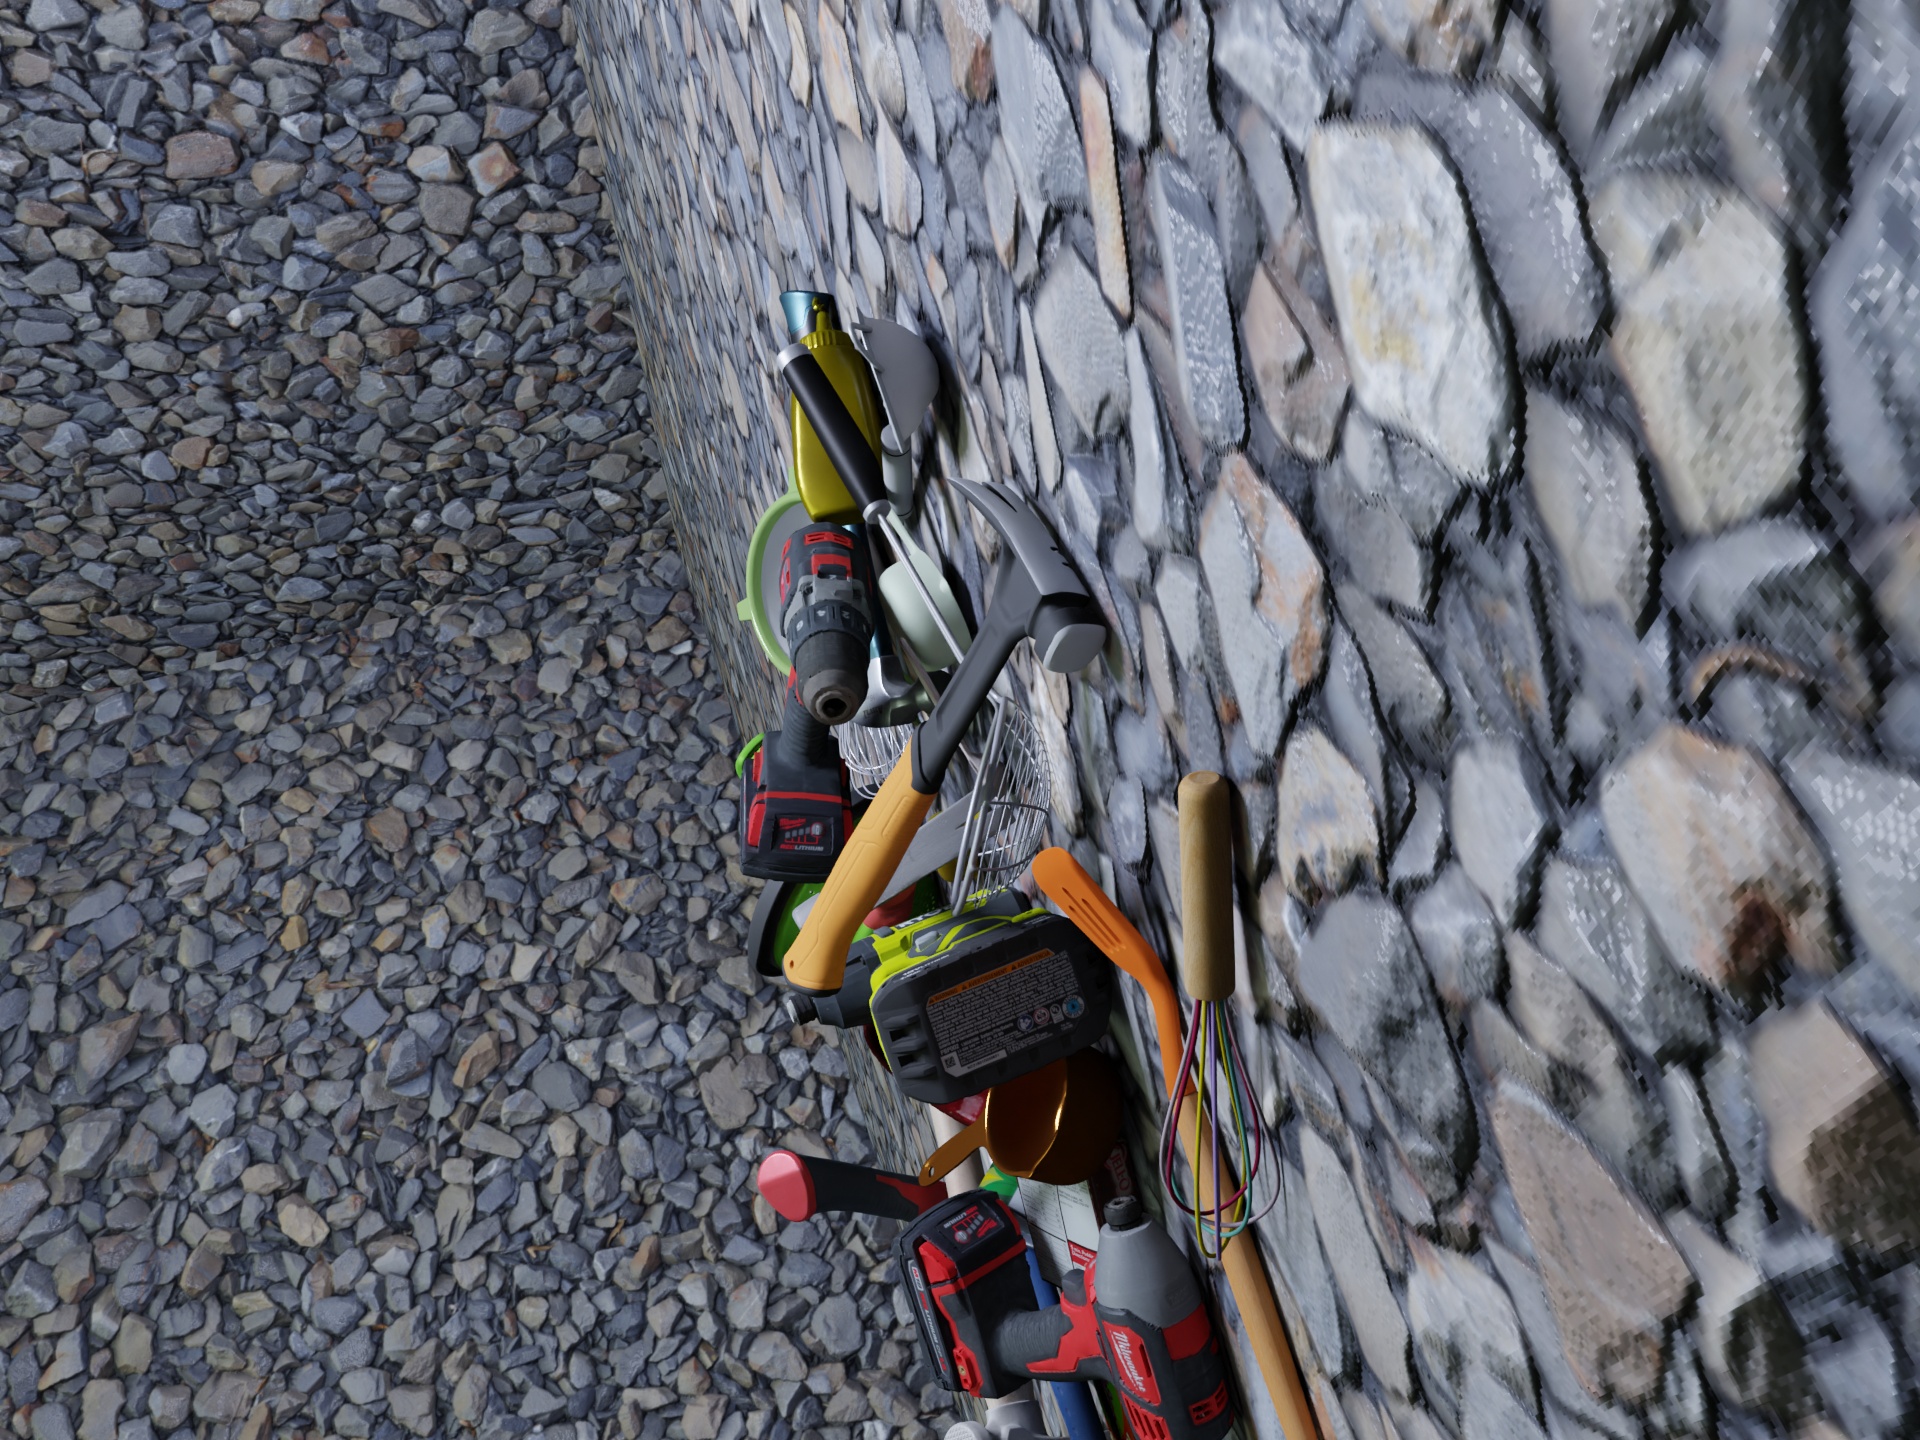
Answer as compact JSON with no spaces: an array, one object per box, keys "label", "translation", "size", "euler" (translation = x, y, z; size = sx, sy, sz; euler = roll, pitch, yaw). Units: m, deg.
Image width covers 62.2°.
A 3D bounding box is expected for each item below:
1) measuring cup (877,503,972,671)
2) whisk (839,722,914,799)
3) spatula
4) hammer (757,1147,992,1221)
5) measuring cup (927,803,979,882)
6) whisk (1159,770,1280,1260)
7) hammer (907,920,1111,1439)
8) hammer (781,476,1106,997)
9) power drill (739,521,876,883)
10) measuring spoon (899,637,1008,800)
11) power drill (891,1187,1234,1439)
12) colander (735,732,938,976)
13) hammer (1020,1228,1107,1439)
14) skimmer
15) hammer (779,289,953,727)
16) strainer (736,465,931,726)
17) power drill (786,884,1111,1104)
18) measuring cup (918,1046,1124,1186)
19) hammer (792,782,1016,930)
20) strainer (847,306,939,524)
[{"label":"measuring cup","translation":[-0.048,-0.106,1.033],"size":[0.168,0.038,0.083],"euler":[59,171,8]},{"label":"whisk","translation":[-0.091,-0.048,1.366],"size":[0.070,0.070,0.285],"euler":[89,166,-51]},{"label":"spatula","translation":[0.110,0.212,0.788],"size":[0.081,0.041,0.323],"euler":[124,128,-74]},{"label":"hammer","translation":[-0.039,0.353,1.224],"size":[0.385,0.038,0.143],"euler":[38,-146,-56]},{"label":"measuring cup","translation":[-0.003,0.084,1.173],"size":[0.156,0.029,0.062],"euler":[108,145,-74]},{"label":"whisk","translation":[0.110,0.132,0.693],"size":[0.051,0.047,0.244],"euler":[33,135,55]},{"label":"hammer","translation":[0.010,0.345,1.198],"size":[0.038,0.146,0.411],"euler":[-36,54,34]},{"label":"hammer","translation":[-0.030,0.031,0.864],"size":[0.336,0.034,0.127],"euler":[-61,43,36]},{"label":"power drill","translation":[-0.097,0.004,1.053],"size":[0.188,0.080,0.226],"euler":[-101,19,-54]},{"label":"measuring spoon","translation":[-0.002,-0.003,1.011],"size":[0.124,0.018,0.034],"euler":[59,174,-16]},{"label":"power drill","translation":[0.060,0.350,0.959],"size":[0.220,0.078,0.143],"euler":[-13,94,51]},{"label":"colander","translation":[-0.099,0.127,1.342],"size":[0.095,0.204,0.396],"euler":[33,163,24]},{"label":"hammer","translation":[0.101,0.512,1.043],"size":[0.144,0.035,0.406],"euler":[92,160,-57]},{"label":"skimmer","translation":[-0.047,-0.063,0.944],"size":[0.363,0.090,0.127],"euler":[61,167,13]},{"label":"hammer","translation":[-0.083,-0.156,1.151],"size":[0.128,0.033,0.331],"euler":[-17,83,48]},{"label":"strainer","translation":[-0.069,-0.073,1.226],"size":[0.257,0.069,0.151],"euler":[47,127,30]},{"label":"power drill","translation":[-0.012,0.164,0.985],"size":[0.223,0.171,0.080],"euler":[178,73,-75]},{"label":"measuring cup","translation":[0.037,0.258,0.987],"size":[0.173,0.052,0.095],"euler":[-46,33,41]},{"label":"hammer","translation":[-0.041,0.117,1.147],"size":[0.037,0.149,0.359],"euler":[56,173,7]},{"label":"strainer","translation":[-0.038,-0.178,0.975],"size":[0.258,0.050,0.087],"euler":[93,161,-73]}]
